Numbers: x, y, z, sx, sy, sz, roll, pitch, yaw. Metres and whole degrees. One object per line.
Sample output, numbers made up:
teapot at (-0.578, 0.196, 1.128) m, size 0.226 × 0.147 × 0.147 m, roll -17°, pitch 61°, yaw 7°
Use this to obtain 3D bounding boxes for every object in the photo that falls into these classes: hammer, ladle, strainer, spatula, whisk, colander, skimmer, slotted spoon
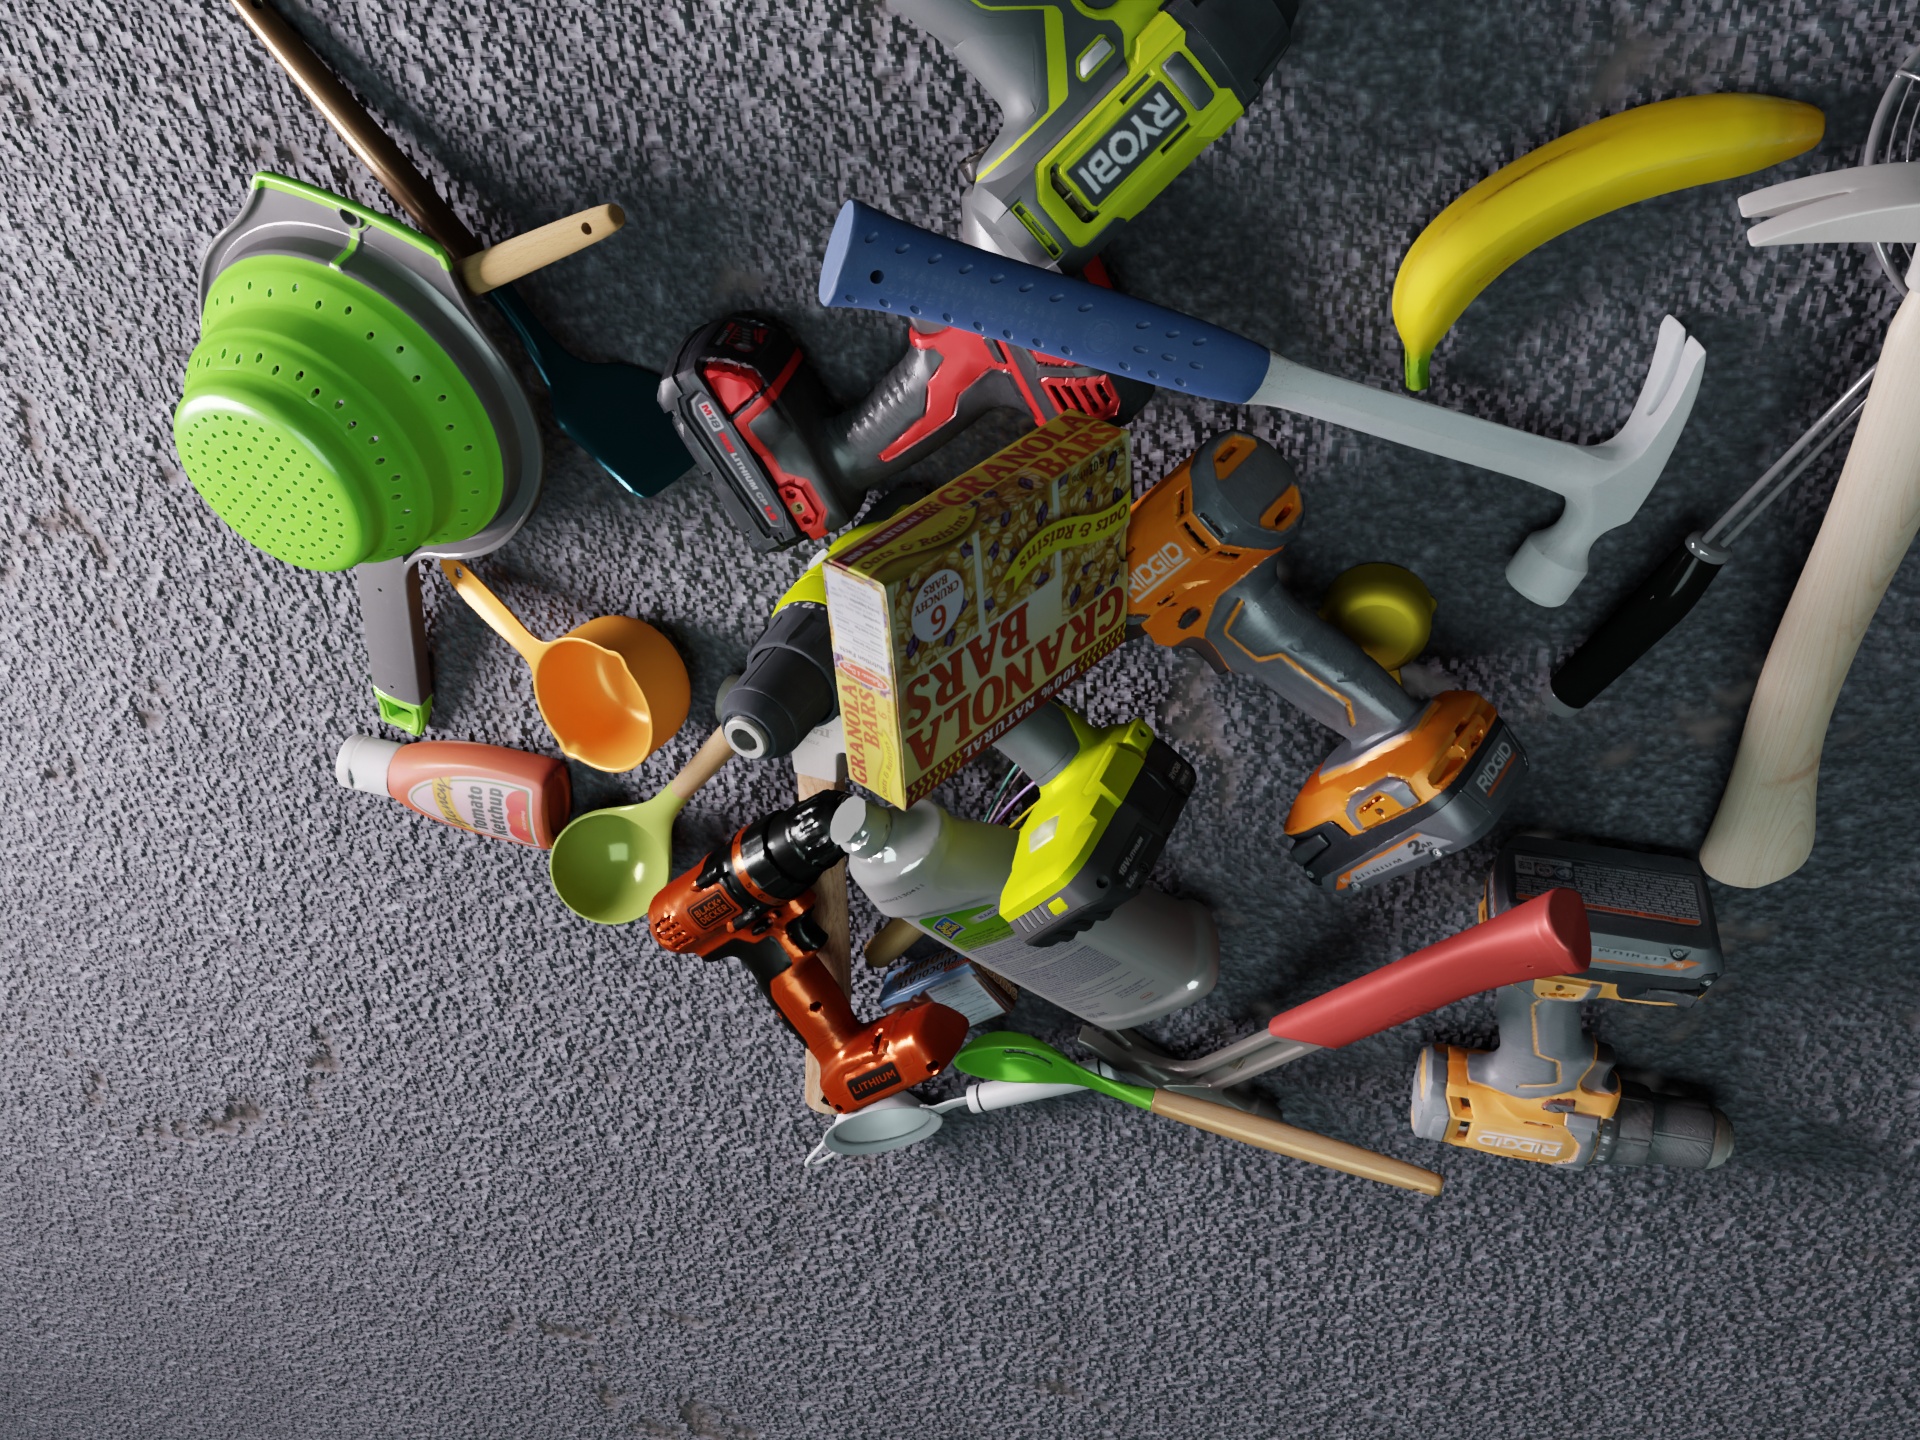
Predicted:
hammer at (0.214, 0.166, 0.919) m, size 0.149 × 0.037 × 0.359 m, roll 33°, pitch 145°, yaw -9°
ladle at (-0.276, -0.210, 0.803) m, size 0.315 × 0.031 × 0.069 m, roll -7°, pitch 118°, yaw 38°
hammer at (0.140, -0.152, 0.690) m, size 0.405 × 0.035 × 0.144 m, roll 11°, pitch 128°, yaw -20°
strainer at (0.005, 0.263, 1.108) m, size 0.258 × 0.050 × 0.086 m, roll -17°, pitch 147°, yaw 19°
spatula at (-0.250, -0.247, 0.810) m, size 0.317 × 0.082 × 0.044 m, roll 49°, pitch 145°, yaw -14°
whisk at (0.006, 0.090, 0.982) m, size 0.051 × 0.047 × 0.245 m, roll 35°, pitch 130°, yaw -12°
colander at (-0.338, -0.094, 0.868) m, size 0.204 × 0.095 × 0.396 m, roll 24°, pitch 141°, yaw 5°
skimmer at (0.373, -0.140, 0.720) m, size 0.127 × 0.090 × 0.363 m, roll 14°, pitch 139°, yaw -12°
hammer at (0.384, -0.057, 0.714) m, size 0.146 × 0.038 × 0.410 m, roll 3°, pitch 139°, yaw 12°
hammer at (-0.084, 0.127, 1.016) m, size 0.130 × 0.031 × 0.331 m, roll 13°, pitch 124°, yaw 18°
ladle at (-0.162, 0.037, 0.947) m, size 0.078 × 0.062 × 0.320 m, roll 40°, pitch 137°, yaw -8°
slotted spoon at (0.148, 0.250, 1.015) m, size 0.314 × 0.031 × 0.070 m, roll 14°, pitch 151°, yaw 14°

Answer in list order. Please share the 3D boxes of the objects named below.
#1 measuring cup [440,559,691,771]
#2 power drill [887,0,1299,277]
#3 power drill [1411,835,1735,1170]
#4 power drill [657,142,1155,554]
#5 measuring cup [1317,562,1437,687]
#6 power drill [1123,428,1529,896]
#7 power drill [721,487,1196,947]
measuring cup at (-0.234, -0.047, 0.952) m, size 0.173 × 0.052 × 0.095 m, roll 43°, pitch 130°, yaw 6°
power drill at (0.026, -0.316, 0.648) m, size 0.171 × 0.080 × 0.223 m, roll -44°, pitch 109°, yaw 6°
power drill at (0.372, 0.180, 0.921) m, size 0.185 × 0.084 × 0.226 m, roll 8°, pitch 131°, yaw 10°
power drill at (-0.029, -0.179, 0.780) m, size 0.219 × 0.079 × 0.143 m, roll -19°, pitch 119°, yaw 23°
measuring cup at (0.228, -0.010, 0.853) m, size 0.062 × 0.029 × 0.156 m, roll -5°, pitch 120°, yaw 19°
power drill at (0.157, -0.022, 0.813) m, size 0.226 × 0.084 × 0.164 m, roll 48°, pitch 143°, yaw -3°
power drill at (-0.002, 0.007, 0.815) m, size 0.228 × 0.191 × 0.080 m, roll 42°, pitch 136°, yaw -8°
